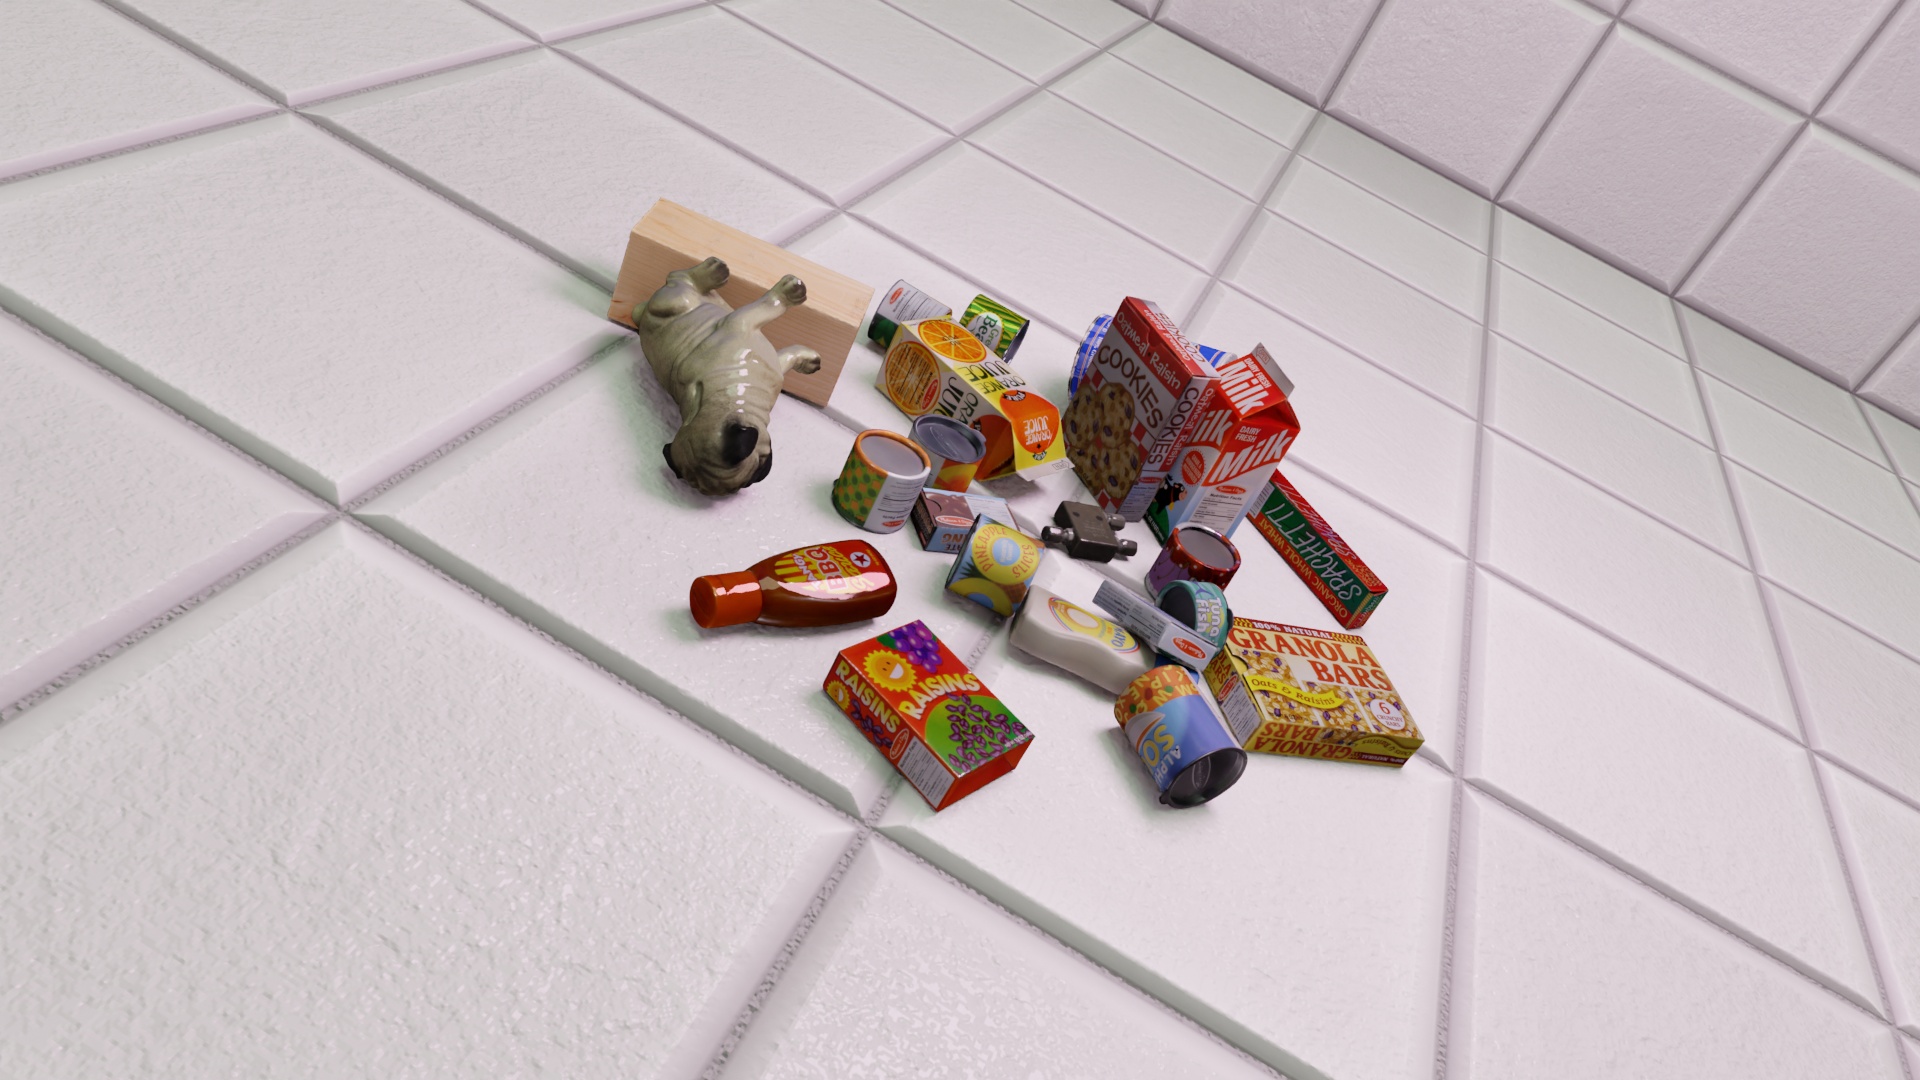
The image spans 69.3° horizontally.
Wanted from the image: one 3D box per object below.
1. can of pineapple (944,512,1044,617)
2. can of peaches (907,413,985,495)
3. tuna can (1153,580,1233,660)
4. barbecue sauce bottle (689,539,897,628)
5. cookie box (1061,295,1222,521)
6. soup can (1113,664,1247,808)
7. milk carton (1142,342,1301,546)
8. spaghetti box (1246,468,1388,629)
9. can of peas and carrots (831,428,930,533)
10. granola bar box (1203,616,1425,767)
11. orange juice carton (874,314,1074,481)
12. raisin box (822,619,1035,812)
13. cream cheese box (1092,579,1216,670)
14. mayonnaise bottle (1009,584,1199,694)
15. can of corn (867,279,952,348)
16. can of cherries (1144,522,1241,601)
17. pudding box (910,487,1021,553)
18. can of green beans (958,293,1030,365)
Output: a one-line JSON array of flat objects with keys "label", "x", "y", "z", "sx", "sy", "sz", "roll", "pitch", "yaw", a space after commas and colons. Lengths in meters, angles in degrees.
[{"label": "can of pineapple", "x": 0.027, "y": 0.019, "z": 1.089, "sx": 0.058, "sy": 0.070, "sz": 0.071, "roll": 25, "pitch": 33, "yaw": -3}, {"label": "can of peaches", "x": -0.018, "y": -0.065, "z": 1.183, "sx": 0.071, "sy": 0.057, "sz": 0.071, "roll": 18, "pitch": 33, "yaw": -13}, {"label": "tuna can", "x": 0.189, "y": 0.066, "z": 1.136, "sx": 0.033, "sy": 0.070, "sz": 0.071, "roll": 5, "pitch": 39, "yaw": -27}, {"label": "barbecue sauce bottle", "x": -0.120, "y": 0.035, "z": 0.990, "sx": 0.149, "sy": 0.043, "sz": 0.065, "roll": -8, "pitch": 47, "yaw": -40}, {"label": "cookie box", "x": 0.158, "y": -0.120, "z": 1.279, "sx": 0.040, "sy": 0.166, "sz": 0.123, "roll": 0, "pitch": 41, "yaw": -34}, {"label": "soup can", "x": 0.157, "y": 0.143, "z": 1.014, "sx": 0.071, "sy": 0.071, "sz": 0.084, "roll": 1, "pitch": 40, "yaw": -33}, {"label": "milk carton", "x": 0.241, "y": -0.084, "z": 1.266, "sx": 0.073, "sy": 0.189, "sz": 0.072, "roll": 6, "pitch": 39, "yaw": -29}, {"label": "spaghetti box", "x": 0.321, "y": -0.017, "z": 1.357, "sx": 0.029, "sy": 0.050, "sz": 0.251, "roll": -3, "pitch": 44, "yaw": -36}, {"label": "can of peas and carrots", "x": -0.066, "y": -0.050, "z": 1.129, "sx": 0.071, "sy": 0.058, "sz": 0.071, "roll": 19, "pitch": 34, "yaw": -13}, {"label": "granola bar box", "x": 0.286, "y": 0.123, "z": 1.152, "sx": 0.166, "sy": 0.038, "sz": 0.125, "roll": 10, "pitch": 37, "yaw": -25}, {"label": "orange juice carton", "x": 0.017, "y": -0.120, "z": 1.267, "sx": 0.193, "sy": 0.072, "sz": 0.072, "roll": 44, "pitch": 37, "yaw": 23}, {"label": "raisin box", "x": -0.022, "y": 0.117, "z": 0.950, "sx": 0.123, "sy": 0.039, "sz": 0.086, "roll": 44, "pitch": 38, "yaw": 22}, {"label": "cream cheese box", "x": 0.153, "y": 0.066, "z": 1.104, "sx": 0.053, "sy": 0.024, "sz": 0.104, "roll": 29, "pitch": 3, "yaw": -30}, {"label": "mayonnaise bottle", "x": 0.112, "y": 0.087, "z": 1.079, "sx": 0.148, "sy": 0.041, "sz": 0.065, "roll": 25, "pitch": 26, "yaw": -3}, {"label": "can of corn", "x": -0.049, "y": -0.211, "z": 1.356, "sx": 0.058, "sy": 0.070, "sz": 0.071, "roll": 31, "pitch": 33, "yaw": 5}, {"label": "can of cherries", "x": 0.204, "y": 0.028, "z": 1.208, "sx": 0.071, "sy": 0.058, "sz": 0.072, "roll": 18, "pitch": 34, "yaw": -13}, {"label": "pudding box", "x": 0.004, "y": -0.014, "z": 1.154, "sx": 0.084, "sy": 0.030, "sz": 0.050, "roll": 6, "pitch": 40, "yaw": -28}, {"label": "can of green beans", "x": 0.029, "y": -0.207, "z": 1.400, "sx": 0.058, "sy": 0.071, "sz": 0.071, "roll": 30, "pitch": 33, "yaw": 5}]
